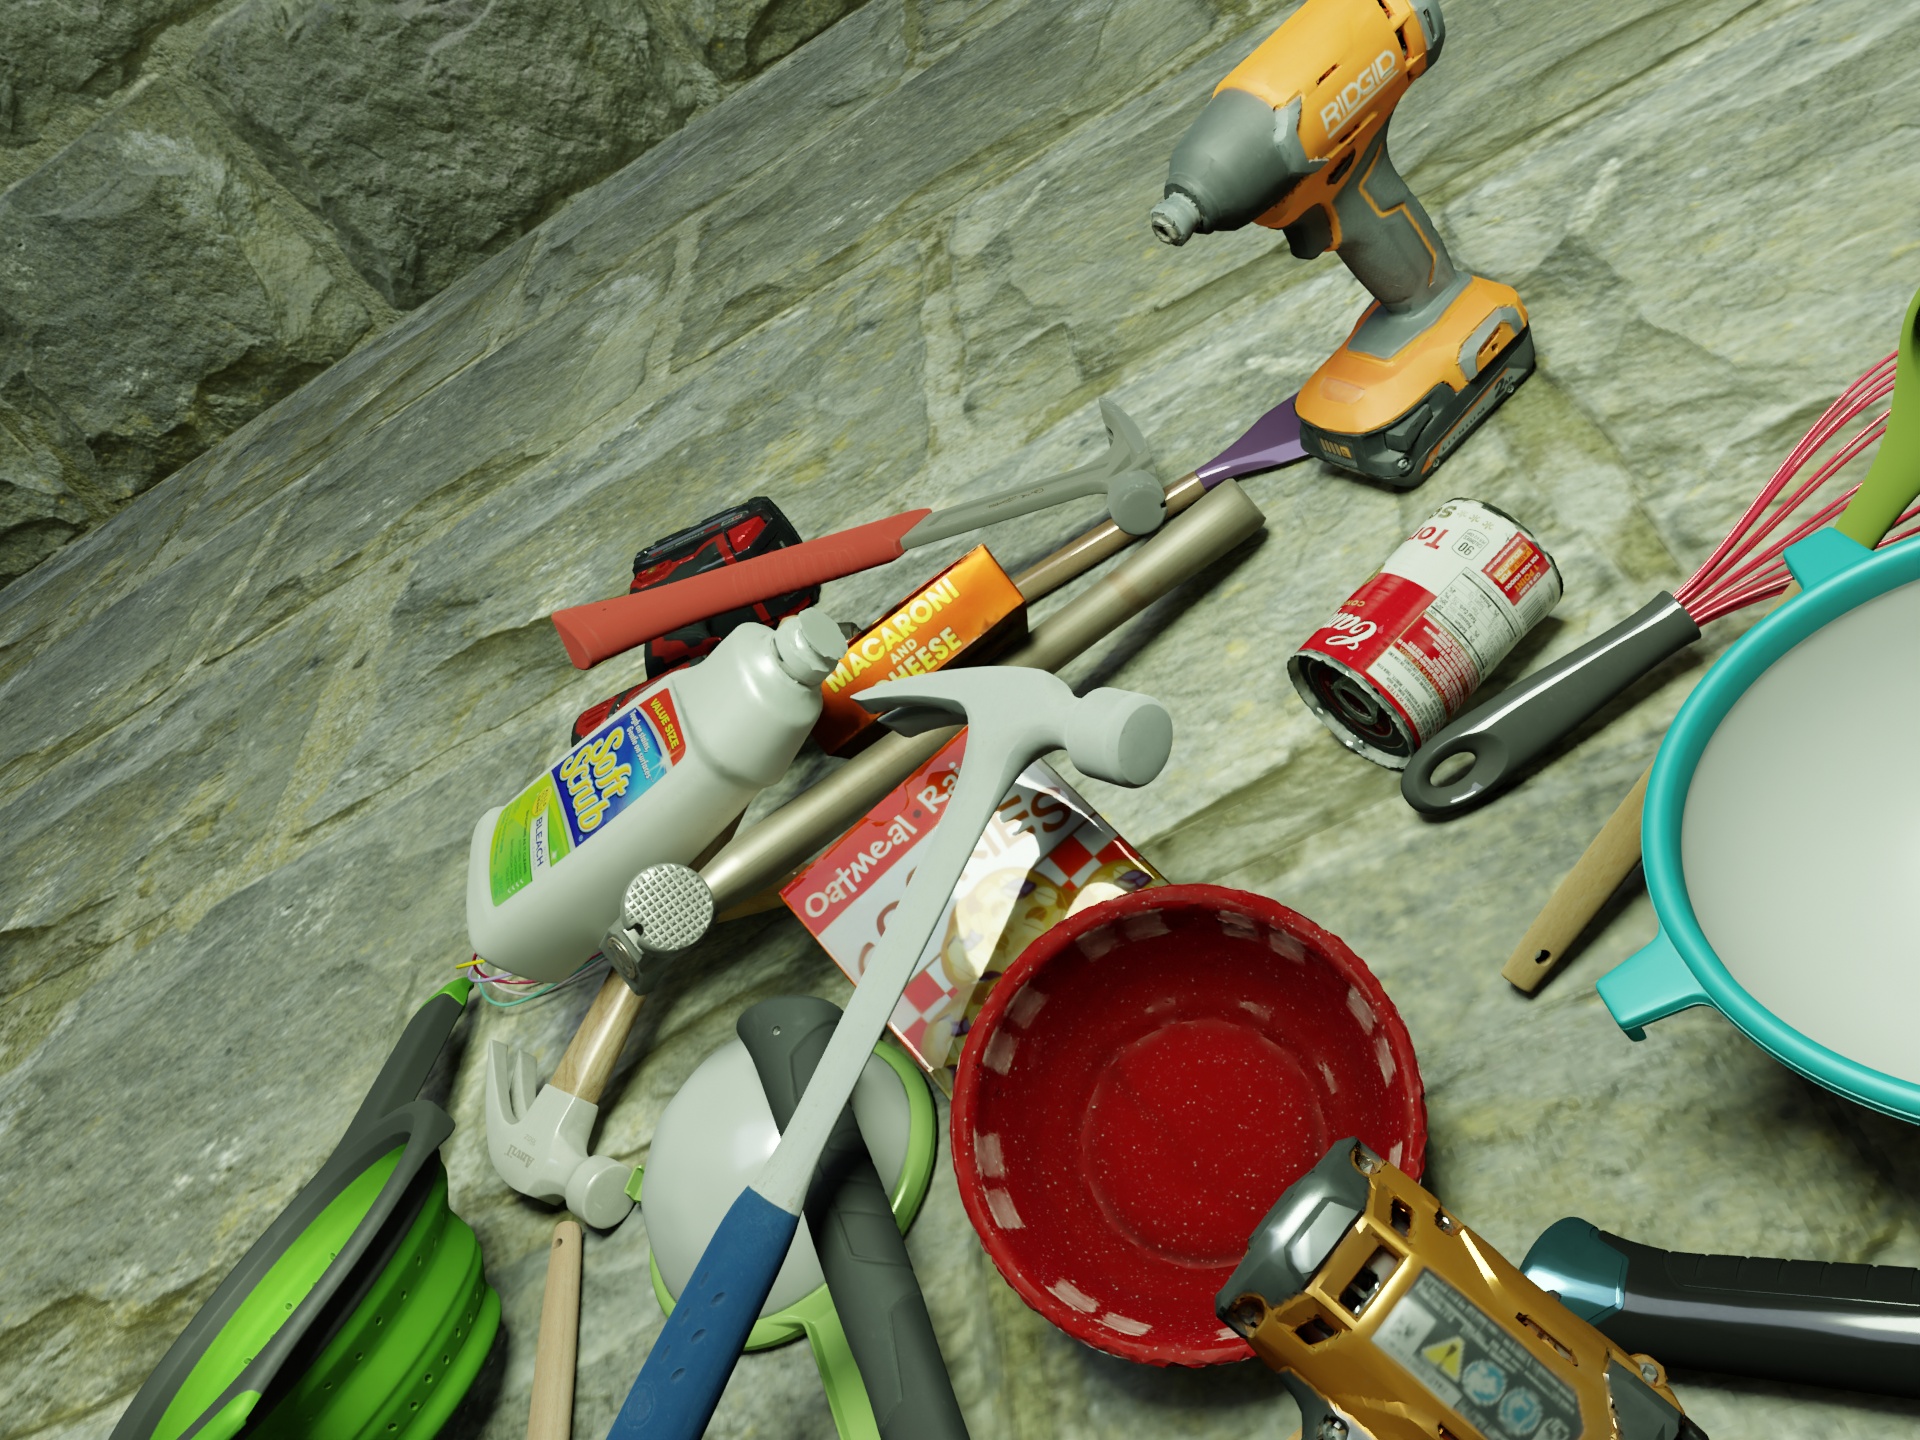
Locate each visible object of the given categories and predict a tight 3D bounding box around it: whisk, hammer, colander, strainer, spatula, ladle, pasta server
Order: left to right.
[{"bbox_3d":[-0.276,0.251,0.783,0.204,0.094,0.397,-42,15,12],"label":"colander"},{"bbox_3d":[-0.171,0.324,0.626,0.060,0.040,0.317,-25,33,8],"label":"pasta server"},{"bbox_3d":[-0.187,0.117,0.895,0.245,0.047,0.051,-16,56,24],"label":"whisk"},{"bbox_3d":[-0.152,0.090,0.839,0.130,0.031,0.331,6,65,44],"label":"hammer"},{"bbox_3d":[-0.073,0.208,0.644,0.151,0.069,0.257,-38,31,0],"label":"strainer"},{"bbox_3d":[-0.064,0.159,0.568,0.144,0.035,0.405,13,72,48],"label":"hammer"},{"bbox_3d":[-0.063,-0.103,0.932,0.359,0.036,0.149,-17,30,3],"label":"hammer"},{"bbox_3d":[-0.024,0.227,0.545,0.146,0.035,0.335,-35,45,6],"label":"hammer"},{"bbox_3d":[-0.001,-0.003,0.790,0.410,0.038,0.146,-36,-5,-24],"label":"hammer"},{"bbox_3d":[0.117,-0.123,0.918,0.316,0.018,0.060,-30,39,11],"label":"spatula"},{"bbox_3d":[0.299,-0.054,0.622,0.296,0.073,0.073,-37,32,12],"label":"whisk"},{"bbox_3d":[0.291,-0.034,0.548,0.320,0.078,0.062,-54,-3,4],"label":"ladle"},{"bbox_3d":[0.300,0.154,0.383,0.331,0.033,0.128,-8,42,38],"label":"hammer"},{"bbox_3d":[0.358,0.049,0.402,0.340,0.095,0.211,8,57,46],"label":"strainer"}]

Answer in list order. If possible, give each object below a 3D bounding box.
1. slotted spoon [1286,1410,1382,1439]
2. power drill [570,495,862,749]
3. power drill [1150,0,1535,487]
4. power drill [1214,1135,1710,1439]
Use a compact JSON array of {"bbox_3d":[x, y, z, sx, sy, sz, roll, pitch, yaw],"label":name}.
[{"bbox_3d":[0.002,0.292,0.434,0.314,0.031,0.070,-42,55,-5],"label":"slotted spoon"},{"bbox_3d":[-0.140,-0.054,1.004,0.188,0.080,0.227,-22,31,13],"label":"power drill"},{"bbox_3d":[0.185,-0.224,0.777,0.164,0.226,0.084,-44,39,-9],"label":"power drill"},{"bbox_3d":[0.100,0.243,0.380,0.185,0.084,0.226,37,75,20],"label":"power drill"}]
